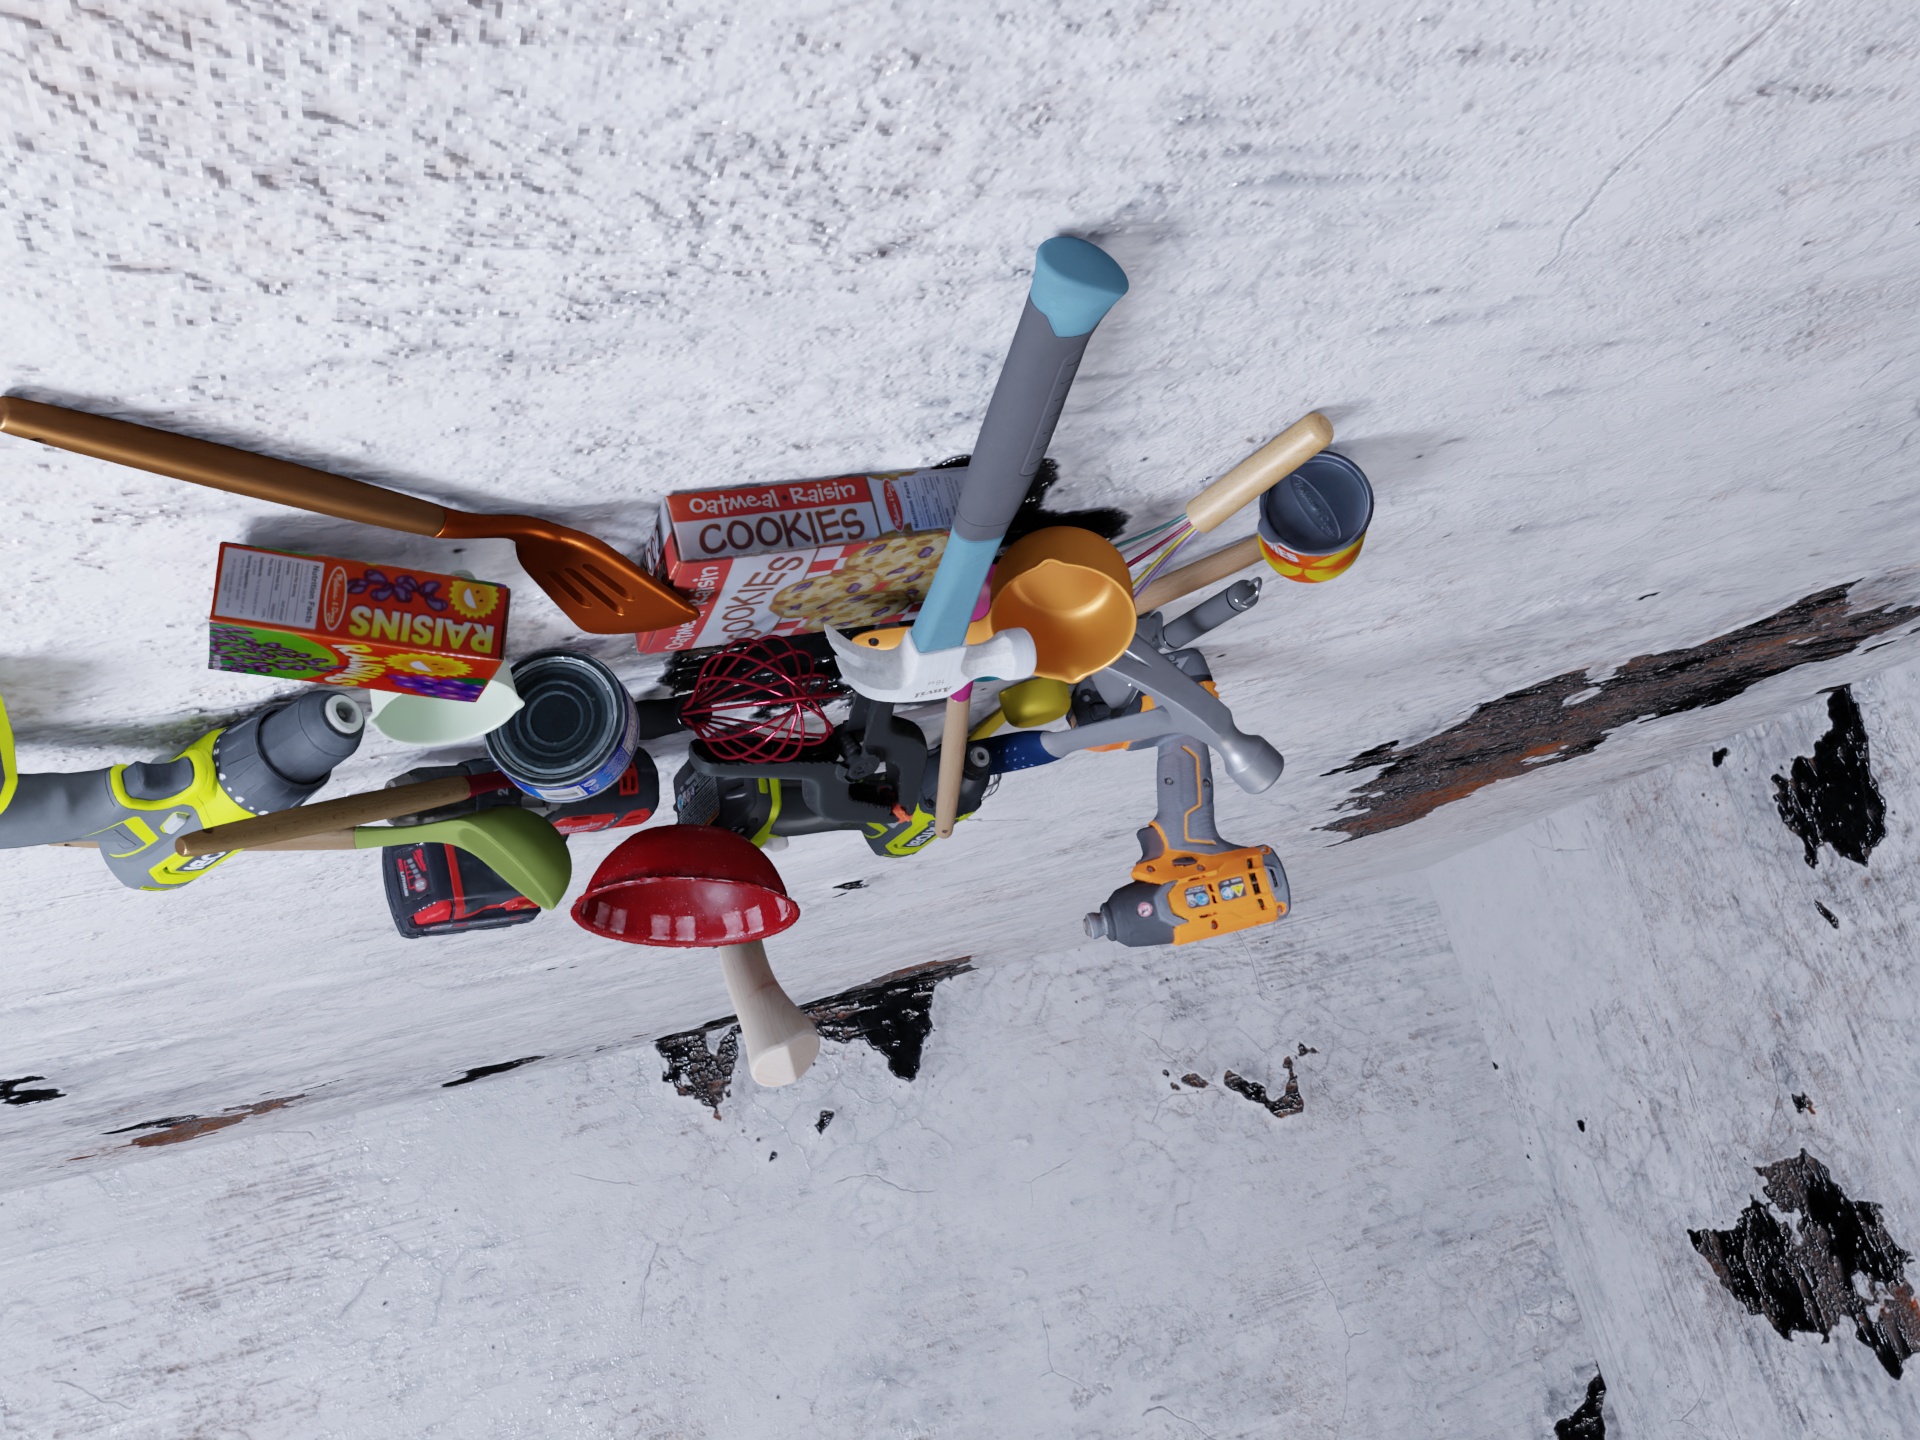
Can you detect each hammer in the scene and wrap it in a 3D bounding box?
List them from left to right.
[{"bbox_3d":[-0.182,0.173,1.248,0.146,0.038,0.411,-16,-159,-9],"label":"hammer"},{"bbox_3d":[0.014,-0.103,0.774,0.128,0.033,0.330,-12,154,-21],"label":"hammer"},{"bbox_3d":[0.071,0.012,1.188,0.035,0.144,0.405,-55,-164,-20],"label":"hammer"}]

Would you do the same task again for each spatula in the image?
[{"bbox_3d":[-0.247,-0.082,0.687,0.081,0.041,0.322,-5,171,33],"label":"spatula"},{"bbox_3d":[0.092,-0.080,1.081,0.317,0.044,0.082,-23,163,9],"label":"spatula"}]

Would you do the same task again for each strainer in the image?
[{"bbox_3d":[0.142,-0.058,1.097,0.050,0.087,0.258,25,160,-13],"label":"strainer"}]

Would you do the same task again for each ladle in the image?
[{"bbox_3d":[-0.403,0.084,0.986,0.320,0.062,0.078,1,153,-4],"label":"ladle"},{"bbox_3d":[-0.315,0.044,0.942,0.069,0.031,0.315,23,-161,27],"label":"ladle"}]

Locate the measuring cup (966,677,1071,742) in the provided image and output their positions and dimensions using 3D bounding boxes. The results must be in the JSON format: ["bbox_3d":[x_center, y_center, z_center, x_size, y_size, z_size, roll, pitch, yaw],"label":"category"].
[{"bbox_3d":[0.041,0.005,1.317,0.062,0.029,0.156,-7,162,-29],"label":"measuring cup"}]

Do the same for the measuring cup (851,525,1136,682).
[{"bbox_3d":[0.020,-0.070,0.963,0.173,0.052,0.095,-6,132,11],"label":"measuring cup"}]

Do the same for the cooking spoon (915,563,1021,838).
[{"bbox_3d":[-0.002,-0.004,1.098,0.068,0.017,0.318,-3,146,-7],"label":"cooking spoon"}]

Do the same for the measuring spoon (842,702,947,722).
[{"bbox_3d":[-0.044,-0.011,1.219,0.124,0.018,0.034,-9,165,-47],"label":"measuring spoon"}]

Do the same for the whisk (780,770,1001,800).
[{"bbox_3d":[-0.070,0.052,1.365,0.246,0.058,0.059,-3,127,-30],"label":"whisk"}]

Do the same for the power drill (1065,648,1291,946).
[{"bbox_3d":[0.156,0.070,1.285,0.164,0.227,0.084,-14,165,-7],"label":"power drill"}]

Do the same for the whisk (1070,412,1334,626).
[{"bbox_3d":[0.128,-0.115,0.966,0.245,0.051,0.047,-36,-174,42],"label":"whisk"}]

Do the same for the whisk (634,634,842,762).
[{"bbox_3d":[-0.151,-0.007,0.940,0.073,0.073,0.296,-7,180,-30],"label":"whisk"}]

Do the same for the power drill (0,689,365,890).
[{"bbox_3d":[-0.449,0.031,0.834,0.190,0.080,0.228,-28,163,25],"label":"power drill"}]

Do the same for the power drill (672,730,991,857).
[{"bbox_3d":[-0.095,0.058,1.233,0.223,0.080,0.171,0,157,-29],"label":"power drill"}]

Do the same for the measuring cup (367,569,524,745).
[{"bbox_3d":[-0.270,-0.042,0.836,0.083,0.038,0.167,-8,153,-25],"label":"measuring cup"}]

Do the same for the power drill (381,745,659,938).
[{"bbox_3d":[-0.341,0.082,1.132,0.187,0.080,0.226,-3,158,-40],"label":"power drill"}]
